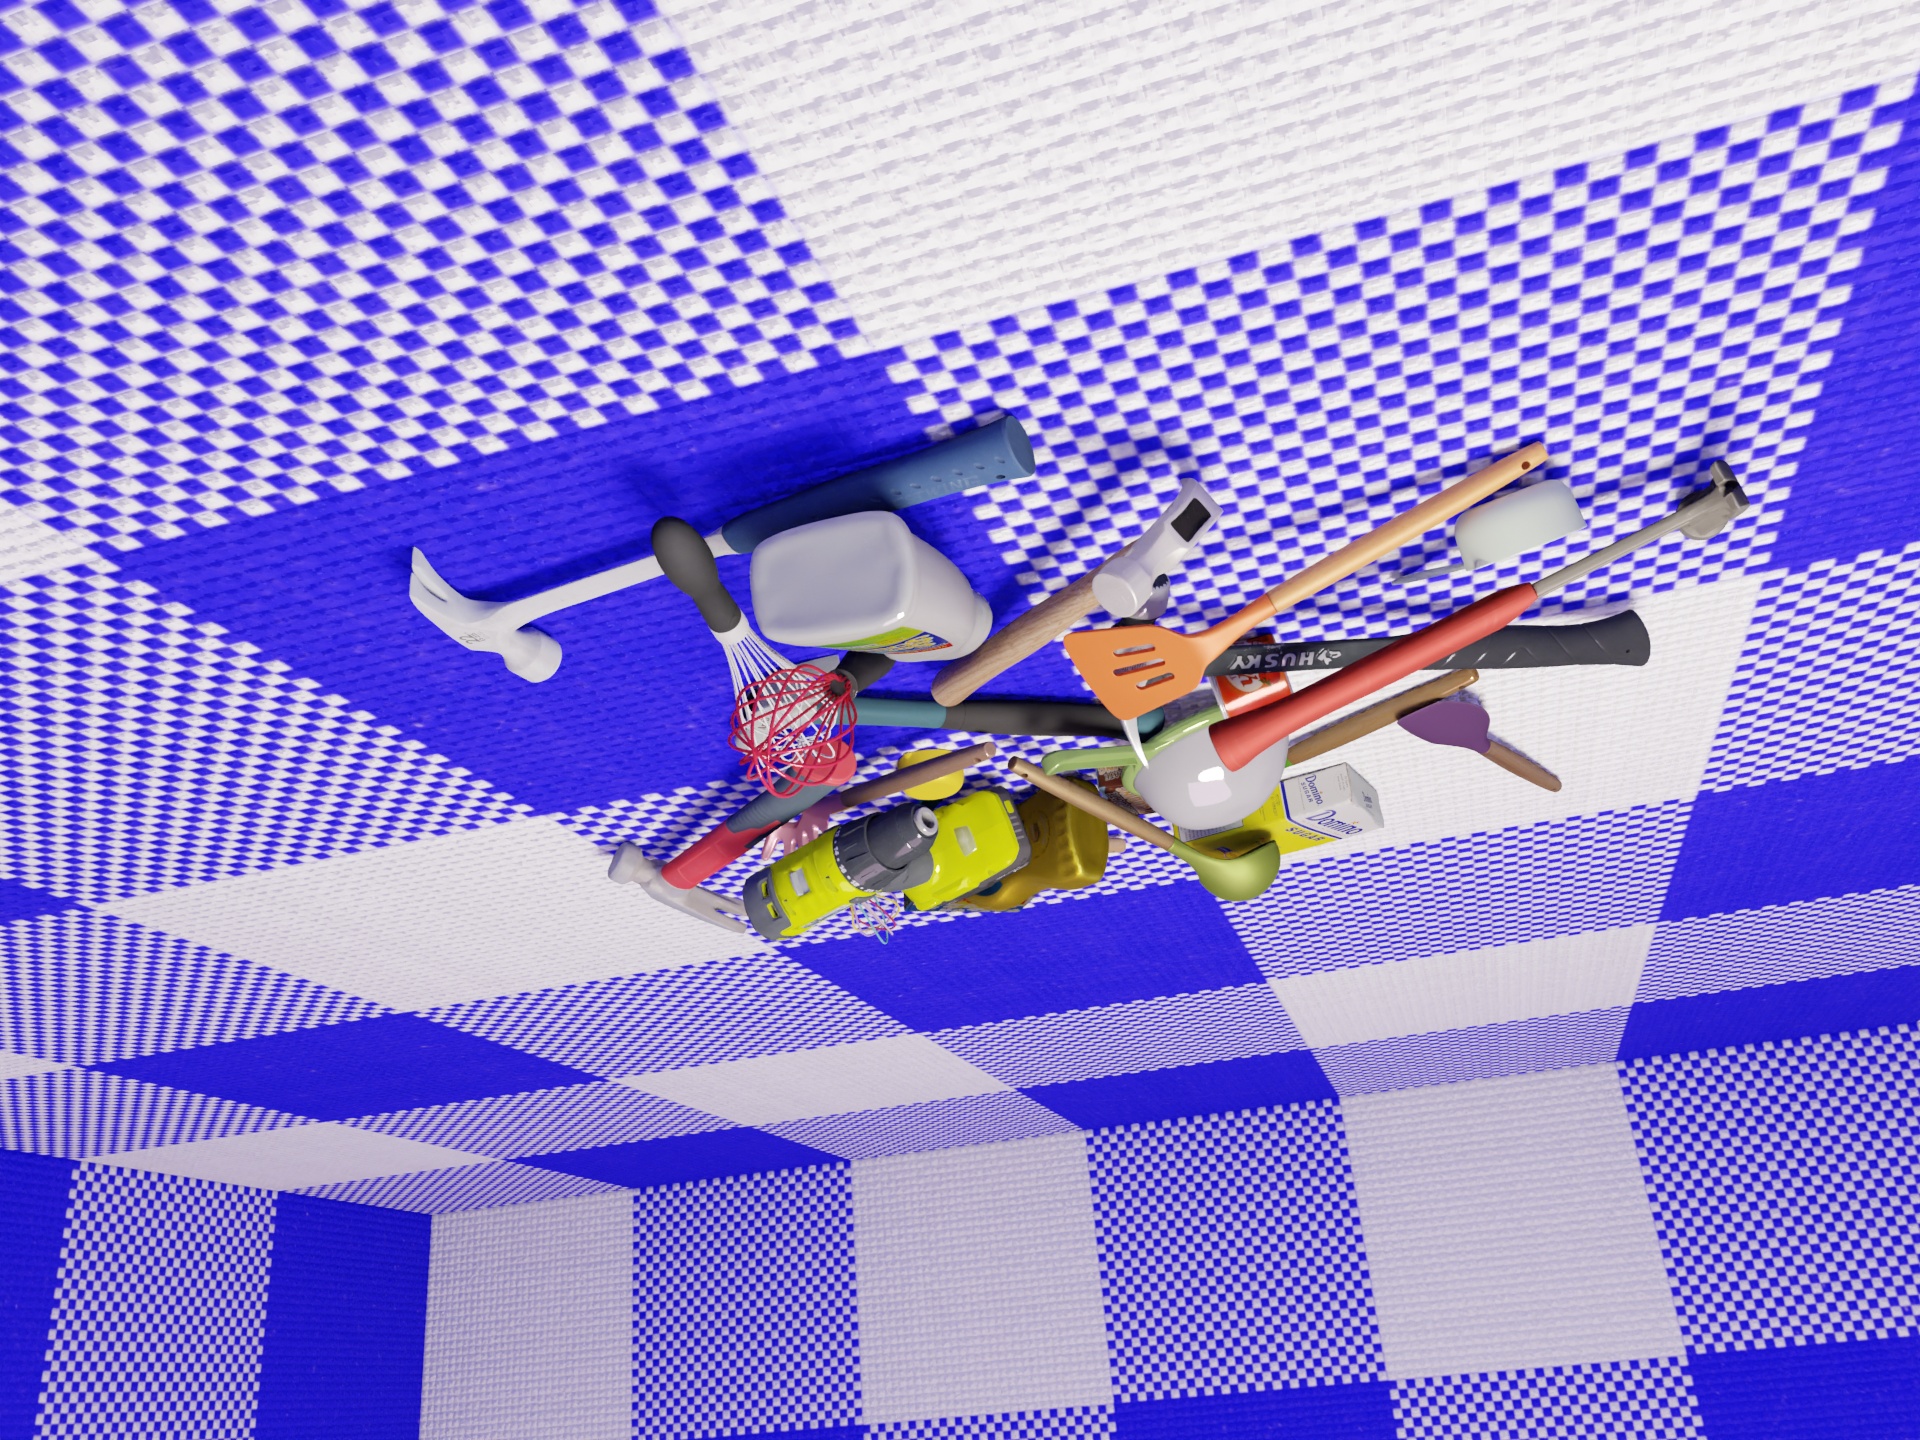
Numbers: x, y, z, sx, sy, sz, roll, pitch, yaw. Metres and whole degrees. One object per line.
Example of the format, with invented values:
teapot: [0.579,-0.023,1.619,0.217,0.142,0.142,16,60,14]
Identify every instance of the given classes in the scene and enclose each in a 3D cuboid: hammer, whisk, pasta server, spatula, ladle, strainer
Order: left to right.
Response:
hammer: [-0.150,-0.109,0.966,0.405,0.035,0.144,-15,154,22]
whisk: [-0.136,-0.046,1.007,0.070,0.070,0.284,-8,151,8]
hammer: [-0.173,0.101,1.351,0.143,0.038,0.386,28,149,-20]
whisk: [-0.081,-0.018,0.998,0.073,0.073,0.296,-11,-168,13]
whisk: [-0.107,0.179,1.599,0.047,0.051,0.244,-2,159,12]
pasta server: [-0.081,0.067,1.333,0.060,0.040,0.316,32,146,-30]
hammer: [-0.002,-0.004,1.234,0.331,0.033,0.128,2,156,-16]
hammer: [0.062,-0.070,1.036,0.031,0.130,0.331,48,151,-6]
ladle: [0.162,0.086,1.386,0.320,0.062,0.078,27,136,-32]
strainer: [0.171,0.048,1.263,0.256,0.069,0.151,-3,150,-39]
spatula: [0.219,-0.092,1.016,0.322,0.041,0.081,-30,117,17]
hammer: [0.301,-0.044,1.128,0.409,0.036,0.149,-3,123,-11]
hammer: [0.323,-0.060,1.025,0.359,0.037,0.149,-28,170,20]
spatula: [0.469,0.026,1.391,0.060,0.018,0.315,-28,151,30]

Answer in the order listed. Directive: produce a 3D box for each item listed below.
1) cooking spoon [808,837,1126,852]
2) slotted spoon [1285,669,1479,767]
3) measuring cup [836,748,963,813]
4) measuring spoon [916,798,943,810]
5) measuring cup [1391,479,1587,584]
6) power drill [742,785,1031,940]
cooking spoon: [0.003,0.122,1.535,0.319,0.017,0.068,0,156,-7]
slotted spoon: [0.304,0.022,1.357,0.070,0.031,0.314,16,147,-39]
measuring cup: [-0.062,0.065,1.378,0.156,0.029,0.062,-26,149,34]
measuring spoon: [-0.040,0.076,1.435,0.042,0.021,0.128,2,147,-32]
measuring cup: [0.330,-0.119,1.037,0.083,0.038,0.167,-21,-177,-23]
power drill: [-0.044,0.111,1.318,0.190,0.080,0.228,-31,165,34]
